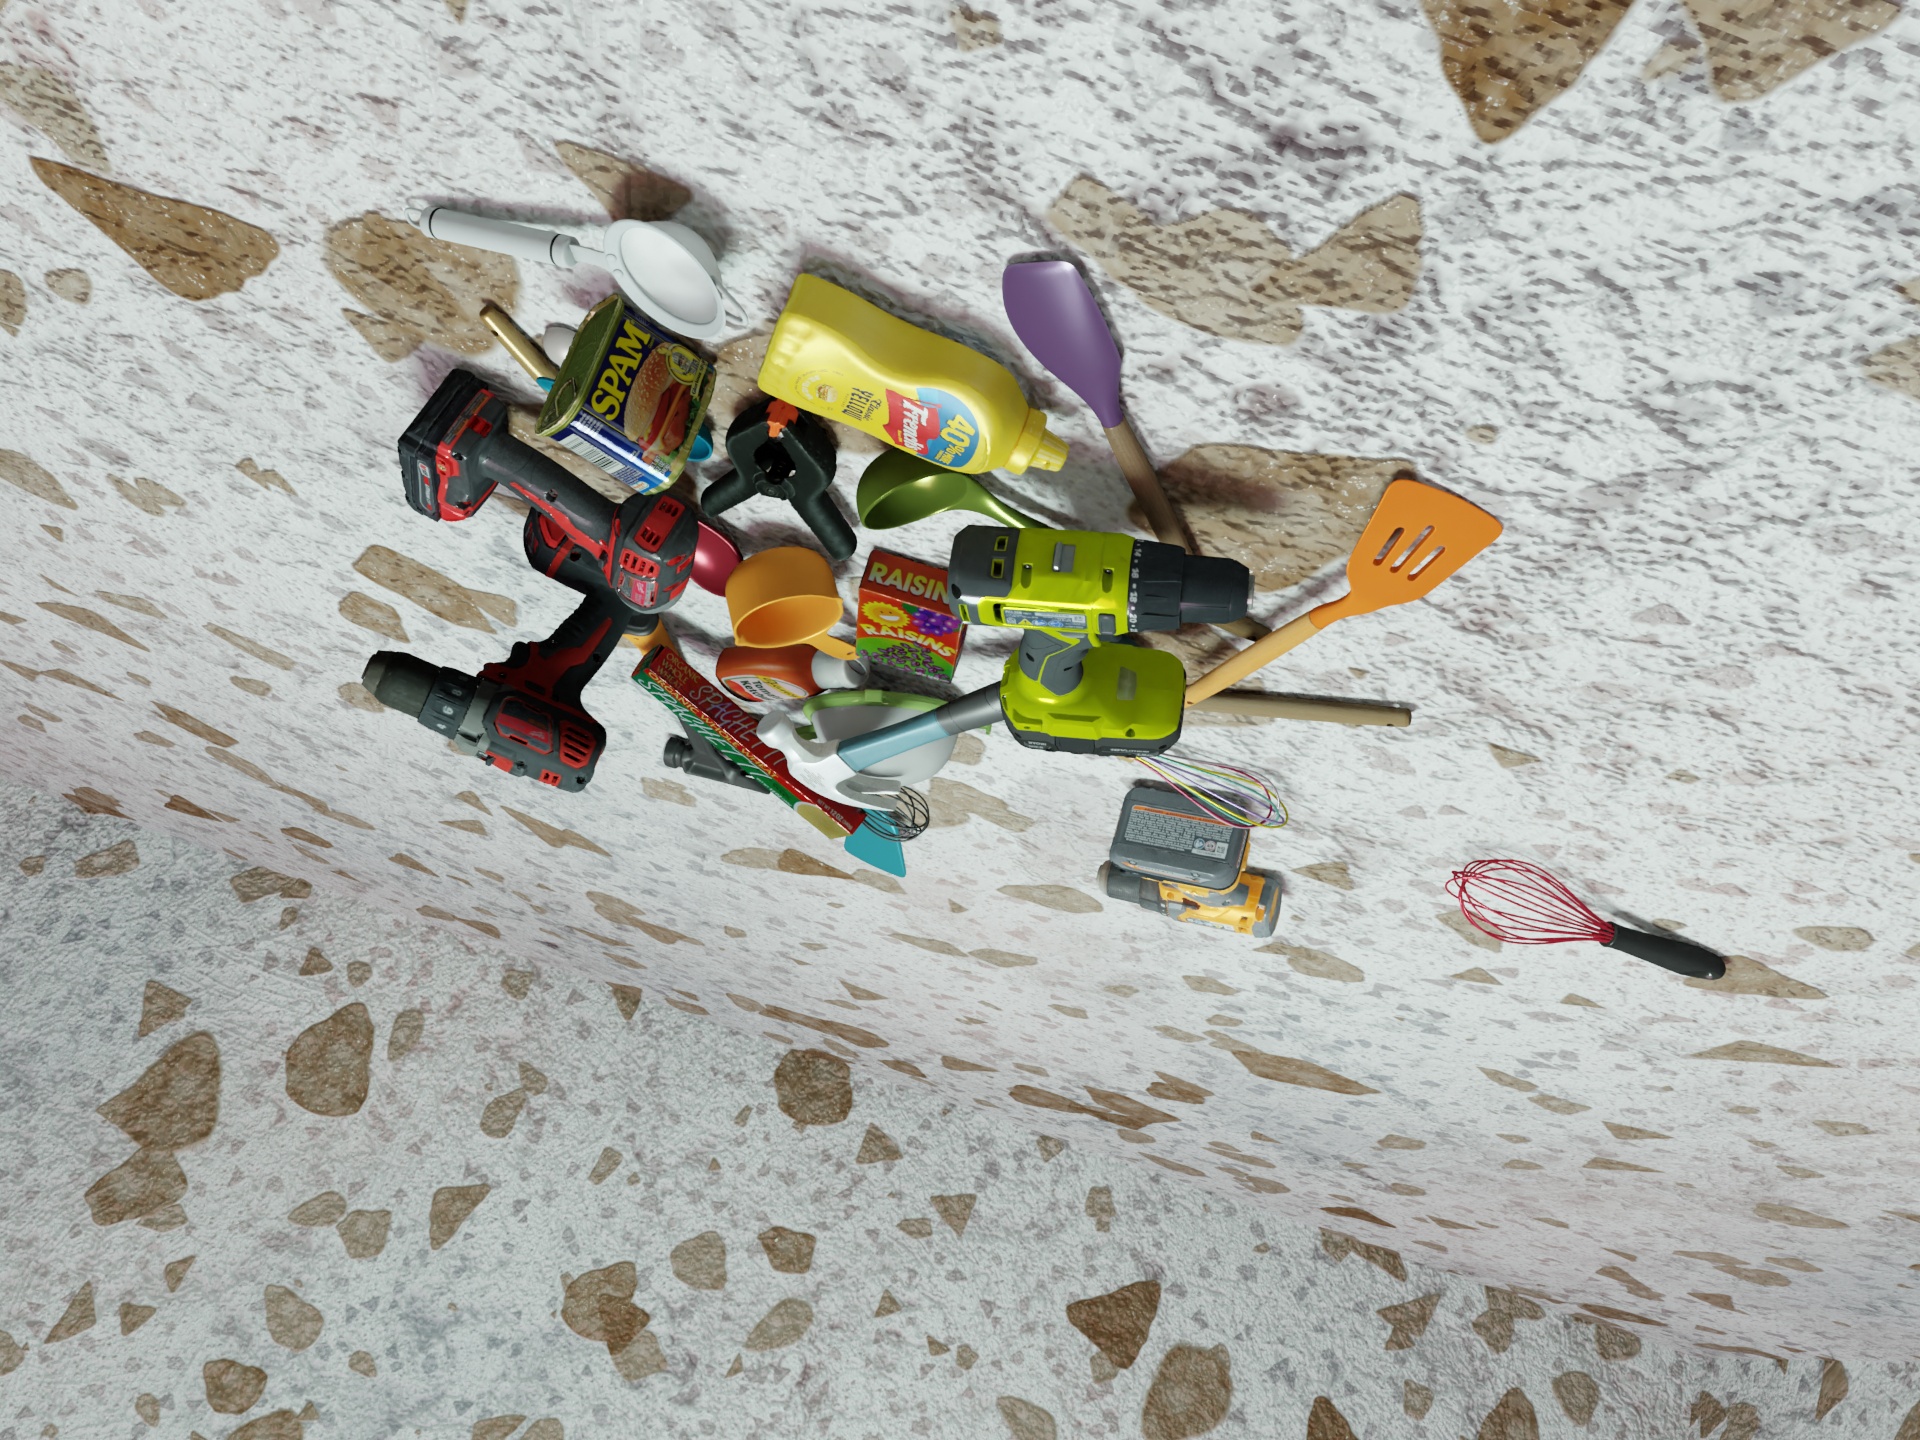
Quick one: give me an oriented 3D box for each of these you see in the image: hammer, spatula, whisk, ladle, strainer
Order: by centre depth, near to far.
[{"bbox_3d":[-0.229,-0.282,0.953,0.258,0.050,0.086,17,151,18],"label":"strainer"},{"bbox_3d":[0.100,-0.170,0.985,0.060,0.018,0.315,5,152,31],"label":"spatula"},{"bbox_3d":[0.231,-0.069,1.079,0.081,0.041,0.322,20,157,-15],"label":"spatula"},{"bbox_3d":[0.078,-0.107,1.096,0.320,0.062,0.078,22,151,-16],"label":"ladle"},{"bbox_3d":[-0.251,-0.193,1.181,0.069,0.031,0.315,3,150,31],"label":"ladle"},{"bbox_3d":[-0.002,-0.004,1.290,0.331,0.033,0.128,-20,130,30],"label":"hammer"},{"bbox_3d":[0.170,0.035,1.365,0.245,0.047,0.051,24,158,-3],"label":"whisk"},{"bbox_3d":[0.551,0.182,1.391,0.295,0.073,0.073,19,157,-16],"label":"whisk"},{"bbox_3d":[-0.105,0.029,1.457,0.256,0.069,0.151,-11,161,44],"label":"strainer"},{"bbox_3d":[-0.126,0.052,1.544,0.239,0.055,0.055,28,163,26],"label":"whisk"},{"bbox_3d":[-0.269,-0.017,1.571,0.127,0.034,0.336,14,156,11],"label":"hammer"},{"bbox_3d":[-0.116,0.070,1.640,0.082,0.044,0.317,23,159,23],"label":"spatula"}]

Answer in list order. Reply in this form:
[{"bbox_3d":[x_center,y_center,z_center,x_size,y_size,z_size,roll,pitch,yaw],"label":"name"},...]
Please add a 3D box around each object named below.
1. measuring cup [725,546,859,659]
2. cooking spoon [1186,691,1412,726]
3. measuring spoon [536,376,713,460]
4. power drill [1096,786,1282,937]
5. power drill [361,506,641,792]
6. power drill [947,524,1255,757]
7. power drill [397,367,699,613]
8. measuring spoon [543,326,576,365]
[{"bbox_3d":[-0.125,-0.090,1.281,0.095,0.052,0.173,-22,162,16],"label":"measuring cup"},{"bbox_3d":[0.195,-0.016,1.258,0.319,0.017,0.068,6,155,28],"label":"cooking spoon"},{"bbox_3d":[-0.231,-0.218,1.109,0.128,0.021,0.042,22,157,-16],"label":"measuring spoon"},{"bbox_3d":[0.203,0.140,1.524,0.185,0.084,0.226,10,160,23],"label":"power drill"},{"bbox_3d":[-0.345,-0.072,1.260,0.187,0.227,0.080,25,155,-16],"label":"power drill"},{"bbox_3d":[0.100,-0.054,1.081,0.190,0.080,0.228,5,157,10],"label":"power drill"},{"bbox_3d":[-0.301,-0.156,1.189,0.219,0.079,0.143,29,156,-3],"label":"power drill"},{"bbox_3d":[-0.253,-0.229,1.113,0.034,0.018,0.124,7,155,24],"label":"measuring spoon"}]
